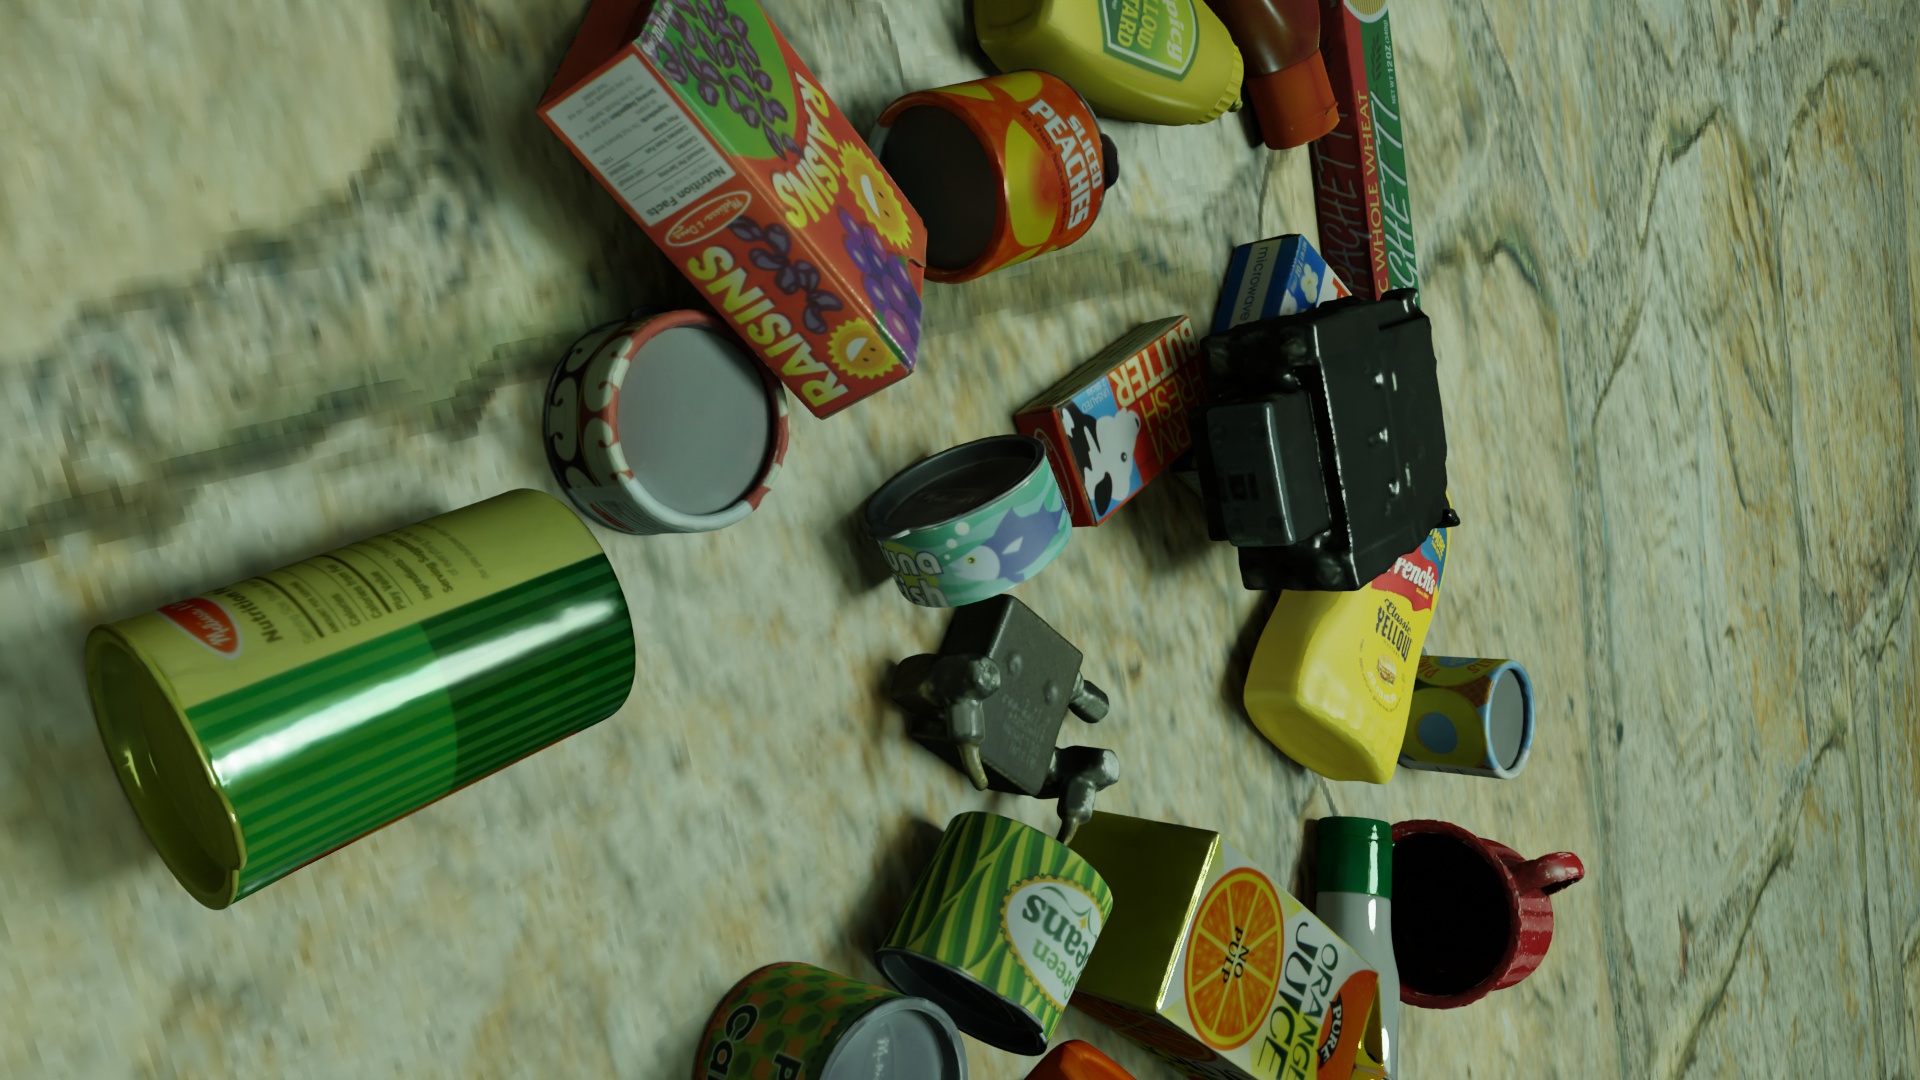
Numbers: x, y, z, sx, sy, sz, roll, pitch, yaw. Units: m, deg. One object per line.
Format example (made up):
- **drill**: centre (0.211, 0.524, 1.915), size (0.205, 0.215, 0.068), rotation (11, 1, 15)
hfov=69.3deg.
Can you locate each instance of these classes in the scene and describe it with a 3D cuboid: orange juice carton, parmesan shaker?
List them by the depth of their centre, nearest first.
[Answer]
- **parmesan shaker**: centre (-0.136, 0.034, 0.330), size (0.103, 0.071, 0.071), rotation (-25, 107, -44)
- **orange juice carton**: centre (0.114, 0.190, 0.589), size (0.192, 0.072, 0.073), rotation (43, 61, -37)

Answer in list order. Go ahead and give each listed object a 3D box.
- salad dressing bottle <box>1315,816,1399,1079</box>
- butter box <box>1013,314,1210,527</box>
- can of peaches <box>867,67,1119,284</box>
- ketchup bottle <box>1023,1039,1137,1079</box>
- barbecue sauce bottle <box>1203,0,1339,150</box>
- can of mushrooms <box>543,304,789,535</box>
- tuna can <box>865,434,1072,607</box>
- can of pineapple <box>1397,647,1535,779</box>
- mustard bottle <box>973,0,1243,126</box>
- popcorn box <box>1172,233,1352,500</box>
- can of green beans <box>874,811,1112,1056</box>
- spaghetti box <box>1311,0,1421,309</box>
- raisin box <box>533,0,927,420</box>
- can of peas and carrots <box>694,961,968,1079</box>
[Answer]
- **salad dressing bottle**: centre (0.192, 0.212, 0.683), size (0.044, 0.064, 0.148), rotation (8, 72, -2)
- **butter box**: centre (0.068, -0.051, 0.579), size (0.104, 0.024, 0.053), rotation (-37, 115, -40)
- **can of peaches**: centre (0.010, -0.128, 0.486), size (0.058, 0.071, 0.071), rotation (-28, 109, -42)
- **ketchup bottle**: centre (0.013, 0.240, 0.456), size (0.148, 0.065, 0.043), rotation (-53, 162, 8)
- **barbecue sauce bottle**: centre (0.137, -0.256, 0.641), size (0.065, 0.043, 0.148), rotation (-46, 121, -36)
- **can of mushrooms**: centre (-0.085, -0.037, 0.412), size (0.071, 0.033, 0.071), rotation (0, 89, -45)
- **tuna can**: centre (0.002, -0.006, 0.479), size (0.071, 0.071, 0.032), rotation (-42, 119, -38)
- **can of pineapple**: centre (0.278, 0.095, 0.771), size (0.071, 0.058, 0.071), rotation (1, 89, -46)
- **mustard bottle**: centre (0.074, -0.204, 0.569), size (0.160, 0.049, 0.065), rotation (4, 88, -46)
- **popcorn box**: centre (0.152, -0.068, 0.656), size (0.085, 0.038, 0.127), rotation (36, 64, -40)
- **can of green beans**: centre (0.013, 0.137, 0.487), size (0.071, 0.071, 0.058), rotation (53, 54, -32)
- **spaghetti box**: centre (0.208, -0.196, 0.725), size (0.050, 0.028, 0.249), rotation (-17, 101, -44)
- **raisin box**: centre (-0.059, -0.108, 0.413), size (0.123, 0.040, 0.086), rotation (49, 28, -34)
- **can of peas and carrots**: centre (-0.042, 0.171, 0.435), size (0.071, 0.058, 0.071), rotation (1, 88, -46)
